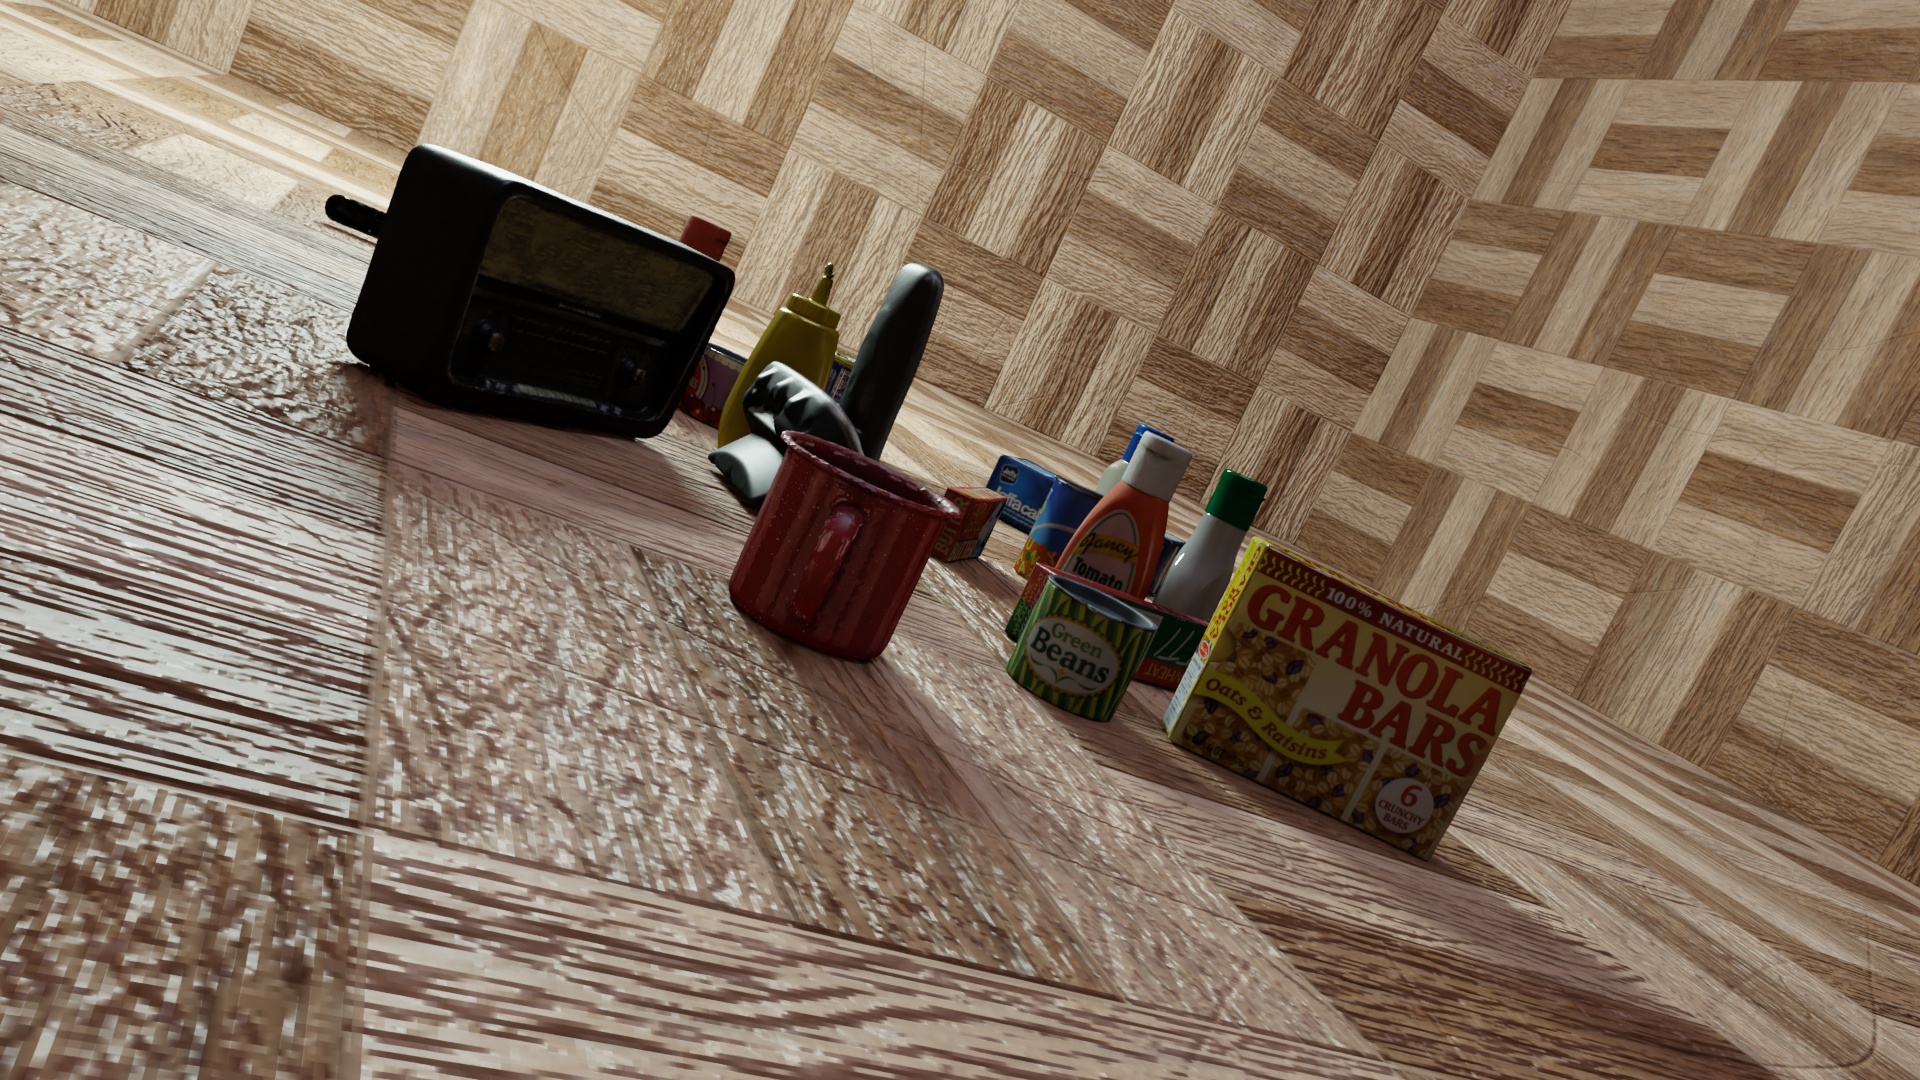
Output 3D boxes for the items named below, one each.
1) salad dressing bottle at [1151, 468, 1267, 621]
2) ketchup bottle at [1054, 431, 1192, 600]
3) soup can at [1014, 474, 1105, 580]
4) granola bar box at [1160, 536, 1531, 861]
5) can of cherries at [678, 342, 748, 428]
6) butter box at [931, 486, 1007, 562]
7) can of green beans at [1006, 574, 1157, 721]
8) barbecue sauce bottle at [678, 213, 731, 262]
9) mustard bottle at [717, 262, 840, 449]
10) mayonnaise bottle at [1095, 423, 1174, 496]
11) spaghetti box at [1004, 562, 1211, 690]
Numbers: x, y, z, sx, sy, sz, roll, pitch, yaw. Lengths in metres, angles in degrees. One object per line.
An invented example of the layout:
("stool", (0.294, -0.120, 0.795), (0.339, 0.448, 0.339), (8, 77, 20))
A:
("salad dressing bottle", (0.189, 0.018, 1.073), (0.044, 0.147, 0.064), (30, 9, 29))
("ketchup bottle", (0.109, 0.000, 0.945), (0.065, 0.148, 0.043), (28, 8, 18))
("soup can", (0.087, -0.002, 1.118), (0.071, 0.083, 0.071), (25, 8, -4))
("granola bar box", (0.216, 0.089, 0.784), (0.165, 0.124, 0.039), (25, 8, -1))
("can of cherries", (-0.195, -0.125, 1.145), (0.071, 0.058, 0.071), (25, 8, -4))
("butter box", (0.004, -0.013, 1.049), (0.024, 0.053, 0.103), (27, 8, 13))
("can of green beans", (0.066, 0.059, 0.762), (0.071, 0.057, 0.071), (25, 8, -4))
("barbecue sauce bottle", (-0.233, -0.192, 1.136), (0.044, 0.148, 0.065), (29, 8, 25))
("mustard bottle", (-0.123, -0.127, 1.012), (0.065, 0.160, 0.049), (23, 8, -14))
("mayonnaise bottle", (0.150, -0.035, 1.286), (0.041, 0.148, 0.065), (18, 10, -44))
("spaghetti box", (0.135, 0.071, 0.920), (0.250, 0.050, 0.029), (19, 10, -38))
